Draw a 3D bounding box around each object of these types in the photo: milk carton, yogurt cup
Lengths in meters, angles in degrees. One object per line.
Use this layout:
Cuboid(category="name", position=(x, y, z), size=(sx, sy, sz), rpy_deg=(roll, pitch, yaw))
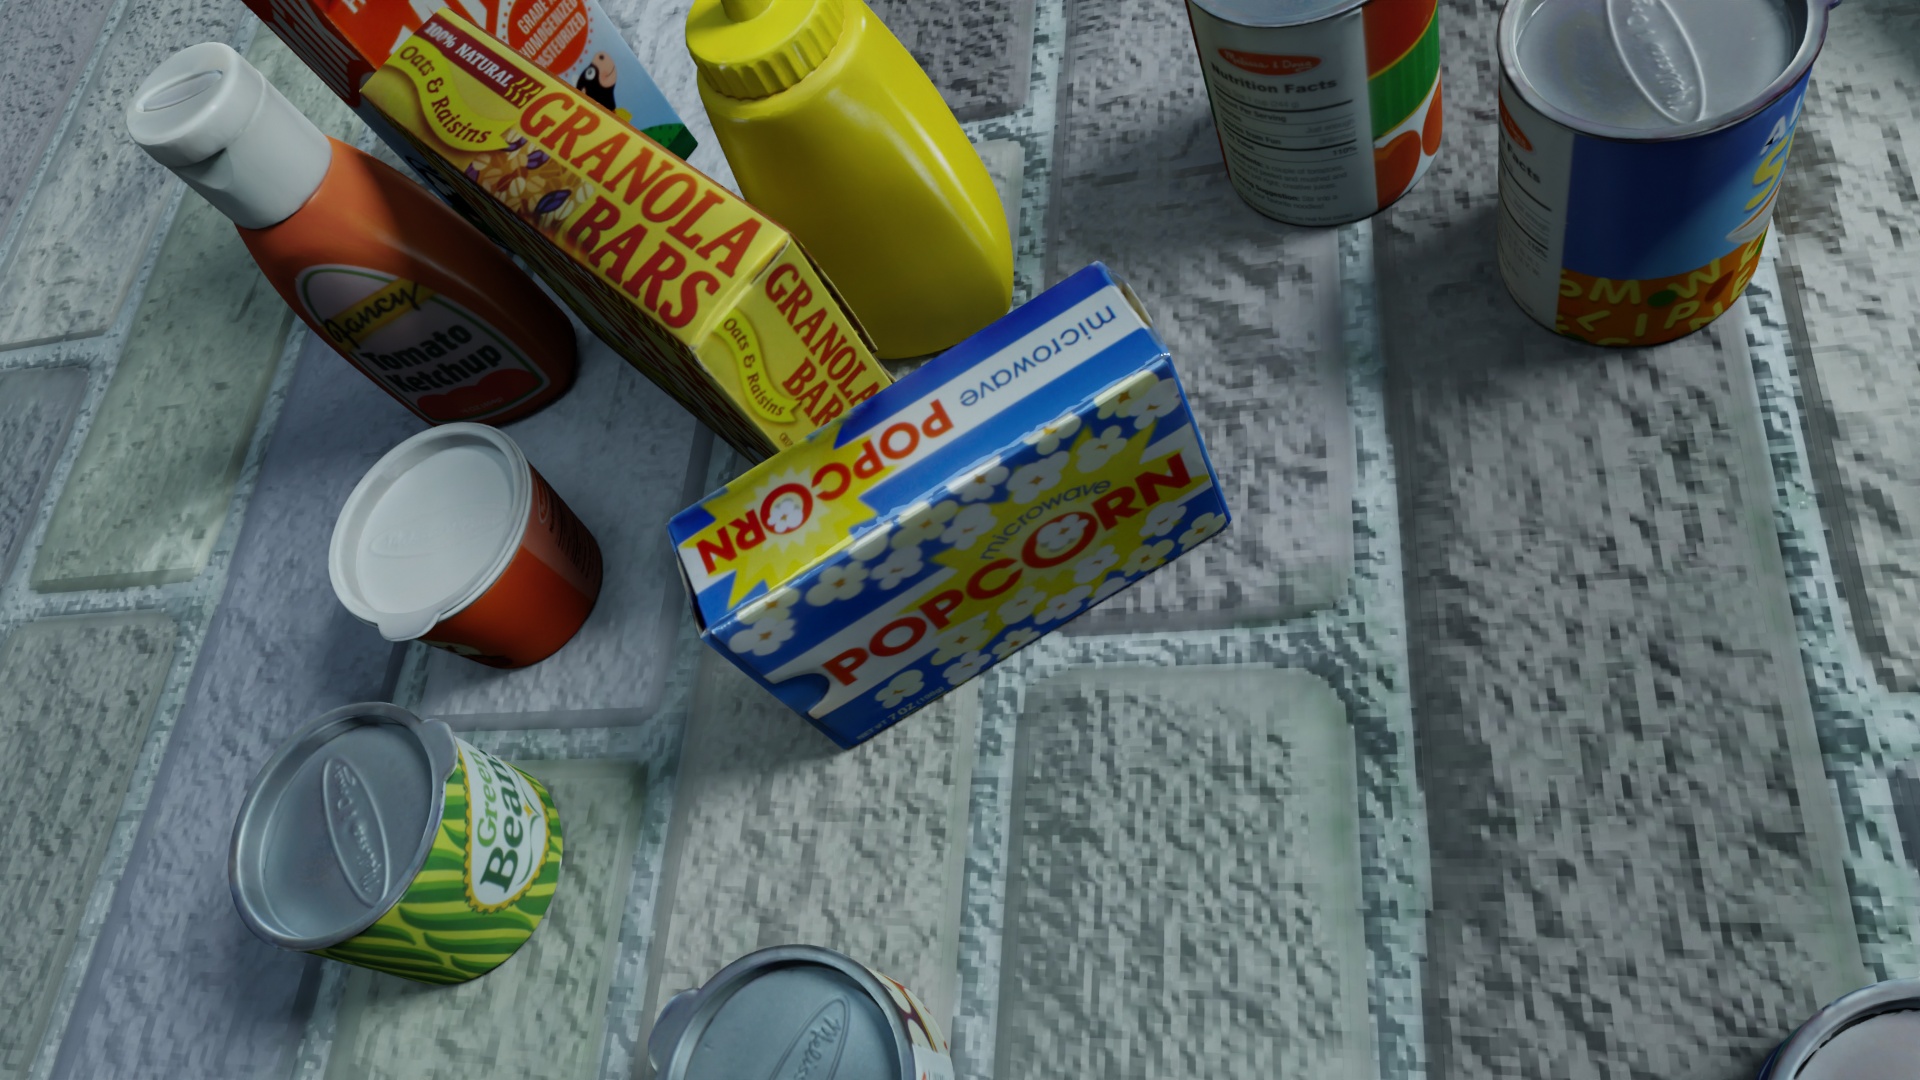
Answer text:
Cuboid(category="milk carton", position=(-0.173, -0.174, 0.449), size=(0.072, 0.190, 0.073), rpy_deg=(28, 77, 30))
Cuboid(category="yogurt cup", position=(-0.148, 0.005, 0.427), size=(0.072, 0.053, 0.073), rpy_deg=(-9, 61, 17))

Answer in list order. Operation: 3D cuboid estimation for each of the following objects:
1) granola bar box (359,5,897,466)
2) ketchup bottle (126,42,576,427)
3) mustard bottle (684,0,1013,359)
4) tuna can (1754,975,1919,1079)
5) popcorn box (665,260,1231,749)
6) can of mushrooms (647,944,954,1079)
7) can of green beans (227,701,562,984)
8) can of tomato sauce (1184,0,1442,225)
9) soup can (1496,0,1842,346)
Cuboid(category="granola bar box", position=(-0.083, -0.072, 0.401), size=(0.166, 0.124, 0.039), rpy_deg=(37, 82, 32))
Cuboid(category="ketchup bottle", position=(-0.186, -0.090, 0.435), size=(0.064, 0.148, 0.044), rpy_deg=(-15, 60, 13))
Cuboid(category="mustard bottle", position=(-0.034, -0.111, 0.381), size=(0.065, 0.159, 0.049), rpy_deg=(-18, 59, 12))
Cuboid(category="tuna can", position=(0.183, 0.115, 0.257), size=(0.071, 0.032, 0.071), rpy_deg=(-9, 61, 17))
Cuboid(category="popcorn box", position=(0.001, -0.004, 0.357), size=(0.126, 0.085, 0.038), rpy_deg=(-31, 58, 3))
Cuboid(category="can of mushrooms", position=(-0.038, 0.132, 0.332), size=(0.071, 0.033, 0.071), rpy_deg=(-9, 61, 17))
Cuboid(category="can of green beans", position=(-0.154, 0.085, 0.385), size=(0.071, 0.057, 0.071), rpy_deg=(-9, 61, 17))
Cuboid(category="can of tomato sauce", position=(0.101, -0.141, 0.392), size=(0.071, 0.083, 0.071), rpy_deg=(-9, 61, 17))
Cuboid(category="soup can", position=(0.170, -0.098, 0.343), size=(0.071, 0.083, 0.071), rpy_deg=(-9, 61, 17))
